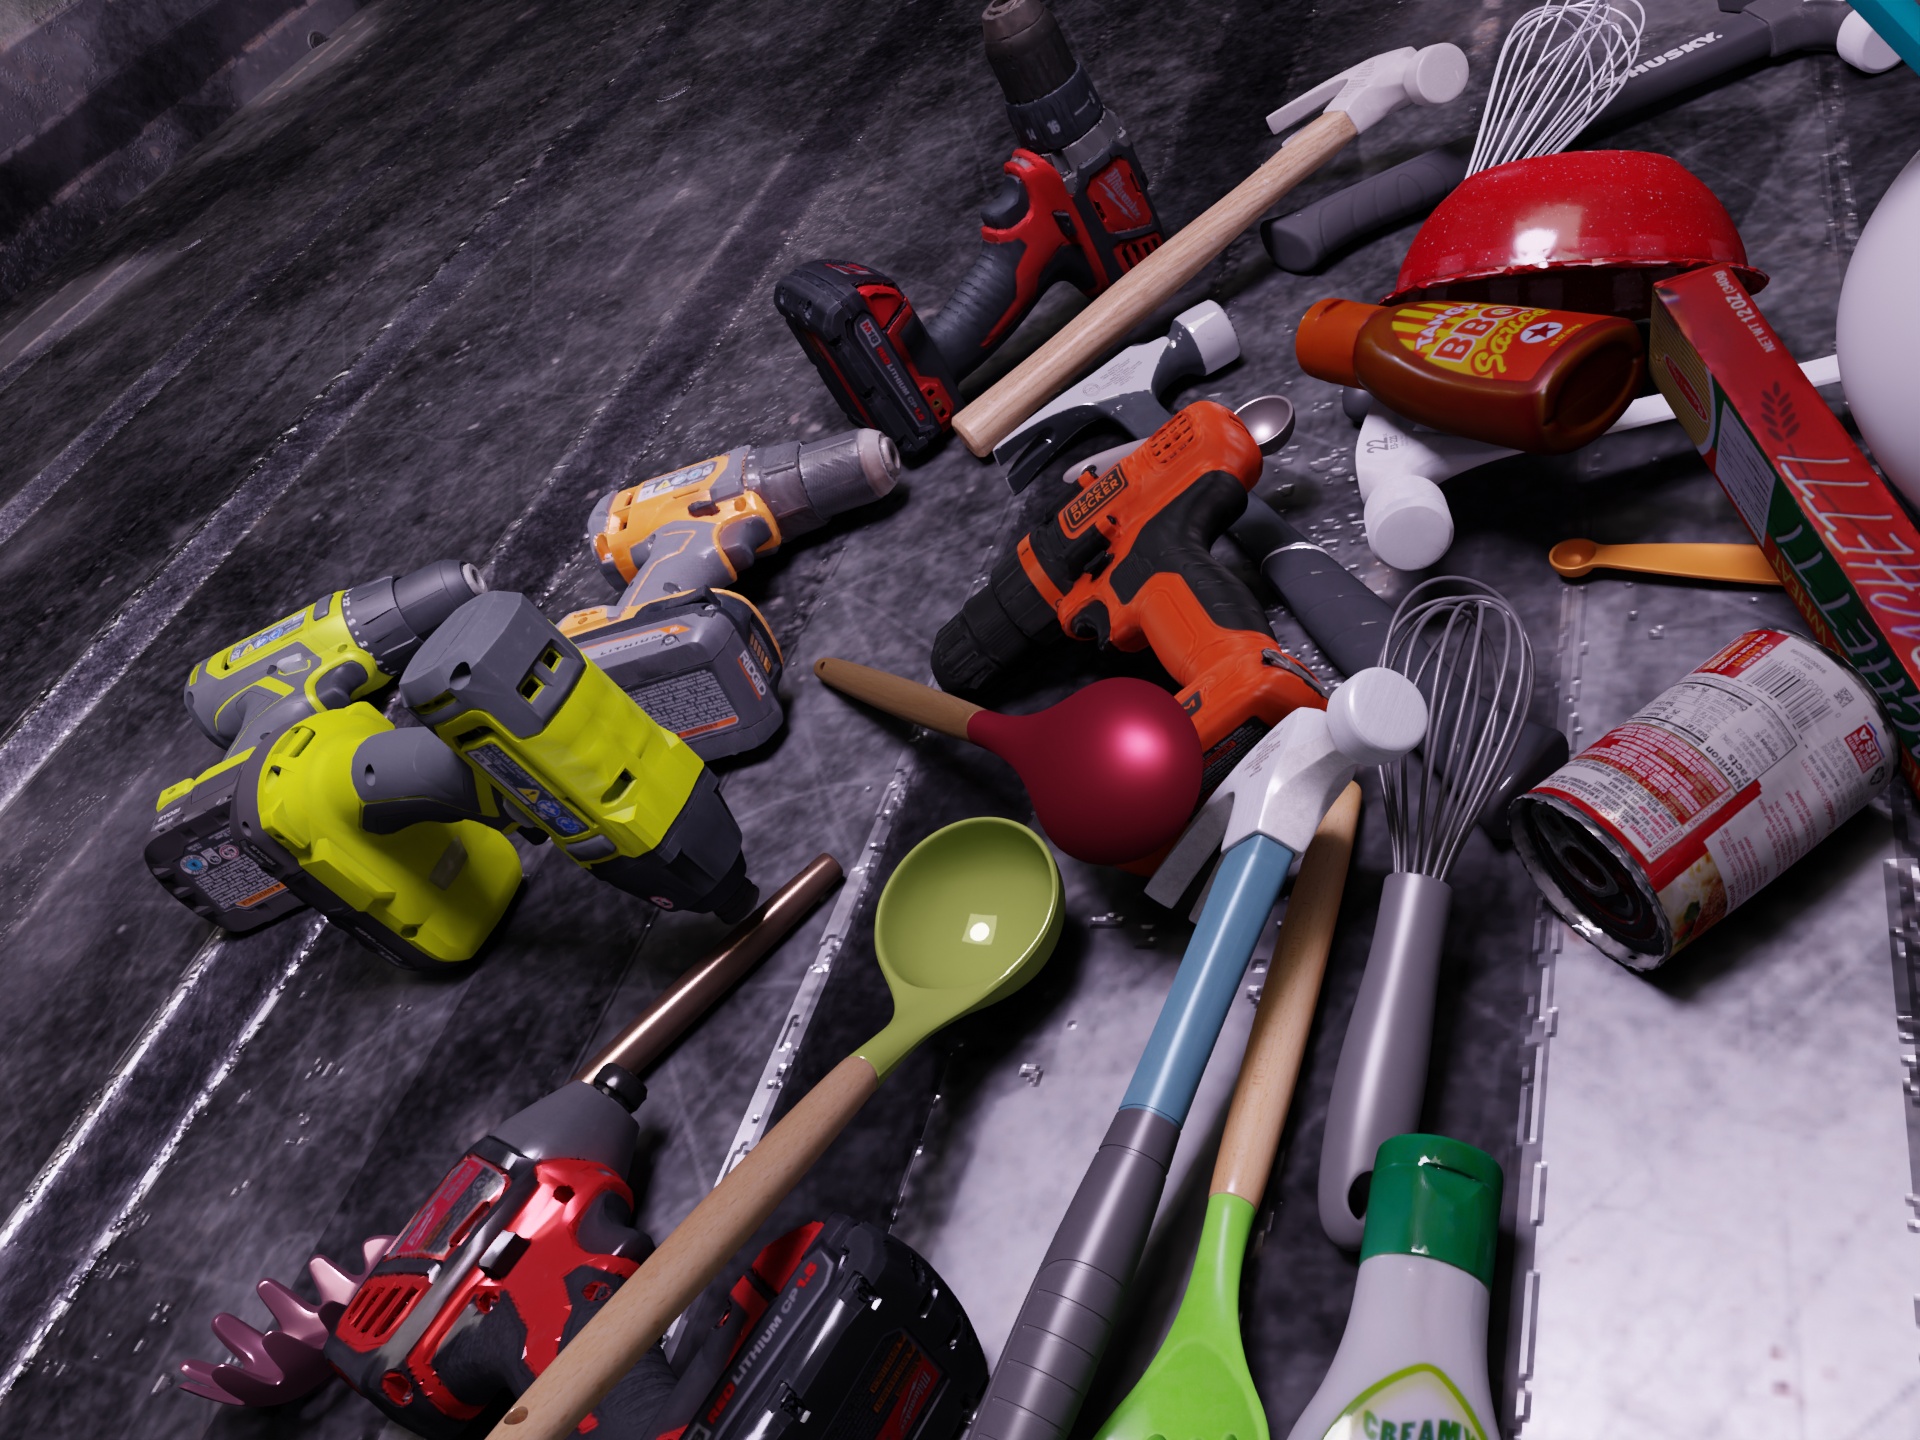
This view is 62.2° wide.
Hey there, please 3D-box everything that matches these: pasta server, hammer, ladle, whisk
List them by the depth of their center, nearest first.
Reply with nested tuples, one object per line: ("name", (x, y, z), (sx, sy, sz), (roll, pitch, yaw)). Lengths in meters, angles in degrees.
("hammer", (0.054, 0.137, 0.495), (0.331, 0.033, 0.128), (-62, 5, -25))
("ladle", (-0.048, 0.116, 0.507), (0.078, 0.062, 0.320), (-6, 16, 28))
("whisk", (0.150, 0.056, 0.529), (0.055, 0.055, 0.239), (2, 62, 33))
("hammer", (0.364, -0.148, 0.641), (0.405, 0.035, 0.144), (-11, 33, 16))
("pasta server", (-0.170, 0.158, 0.648), (0.316, 0.040, 0.060), (-43, 17, -19))
("ladle", (-0.001, -0.002, 0.676), (0.316, 0.031, 0.069), (20, 89, 62))
("hammer", (0.138, -0.079, 0.725), (0.149, 0.036, 0.409), (-30, 38, 1))
("whisk", (0.266, -0.268, 0.811), (0.070, 0.070, 0.285), (20, 73, 44))
("hammer", (0.330, -0.338, 0.897), (0.335, 0.035, 0.146), (-22, 39, 9))
("hammer", (0.128, -0.266, 0.906), (0.331, 0.031, 0.130), (-40, 22, 1))

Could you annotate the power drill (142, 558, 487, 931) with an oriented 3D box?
("power drill", (-0.367, -0.001, 0.920), (0.190, 0.080, 0.229), (-26, 35, 5))

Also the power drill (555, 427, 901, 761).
("power drill", (-0.126, -0.076, 0.854), (0.185, 0.084, 0.226), (-15, 35, 15))

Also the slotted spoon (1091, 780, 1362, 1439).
("slotted spoon", (0.096, 0.135, 0.516), (0.070, 0.031, 0.314), (-22, 31, 42))

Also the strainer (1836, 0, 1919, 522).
("strainer", (0.310, -0.144, 0.508), (0.095, 0.340, 0.211), (-40, 15, 45))

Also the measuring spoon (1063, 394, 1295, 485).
("measuring spoon", (0.105, -0.127, 0.765), (0.124, 0.018, 0.034), (-10, 47, 35))

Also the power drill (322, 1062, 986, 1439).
("power drill", (-0.108, 0.198, 0.537), (0.220, 0.078, 0.143), (8, 50, 41))

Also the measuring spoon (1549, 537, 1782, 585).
("measuring spoon", (0.294, -0.060, 0.629), (0.117, 0.011, 0.021), (8, 49, 33))

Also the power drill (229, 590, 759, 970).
("power drill", (-0.203, 0.042, 0.694), (0.223, 0.171, 0.080), (-16, 37, 41))

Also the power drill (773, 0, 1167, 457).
("power drill", (0.004, -0.284, 0.921), (0.226, 0.187, 0.080), (-40, 38, -7))
